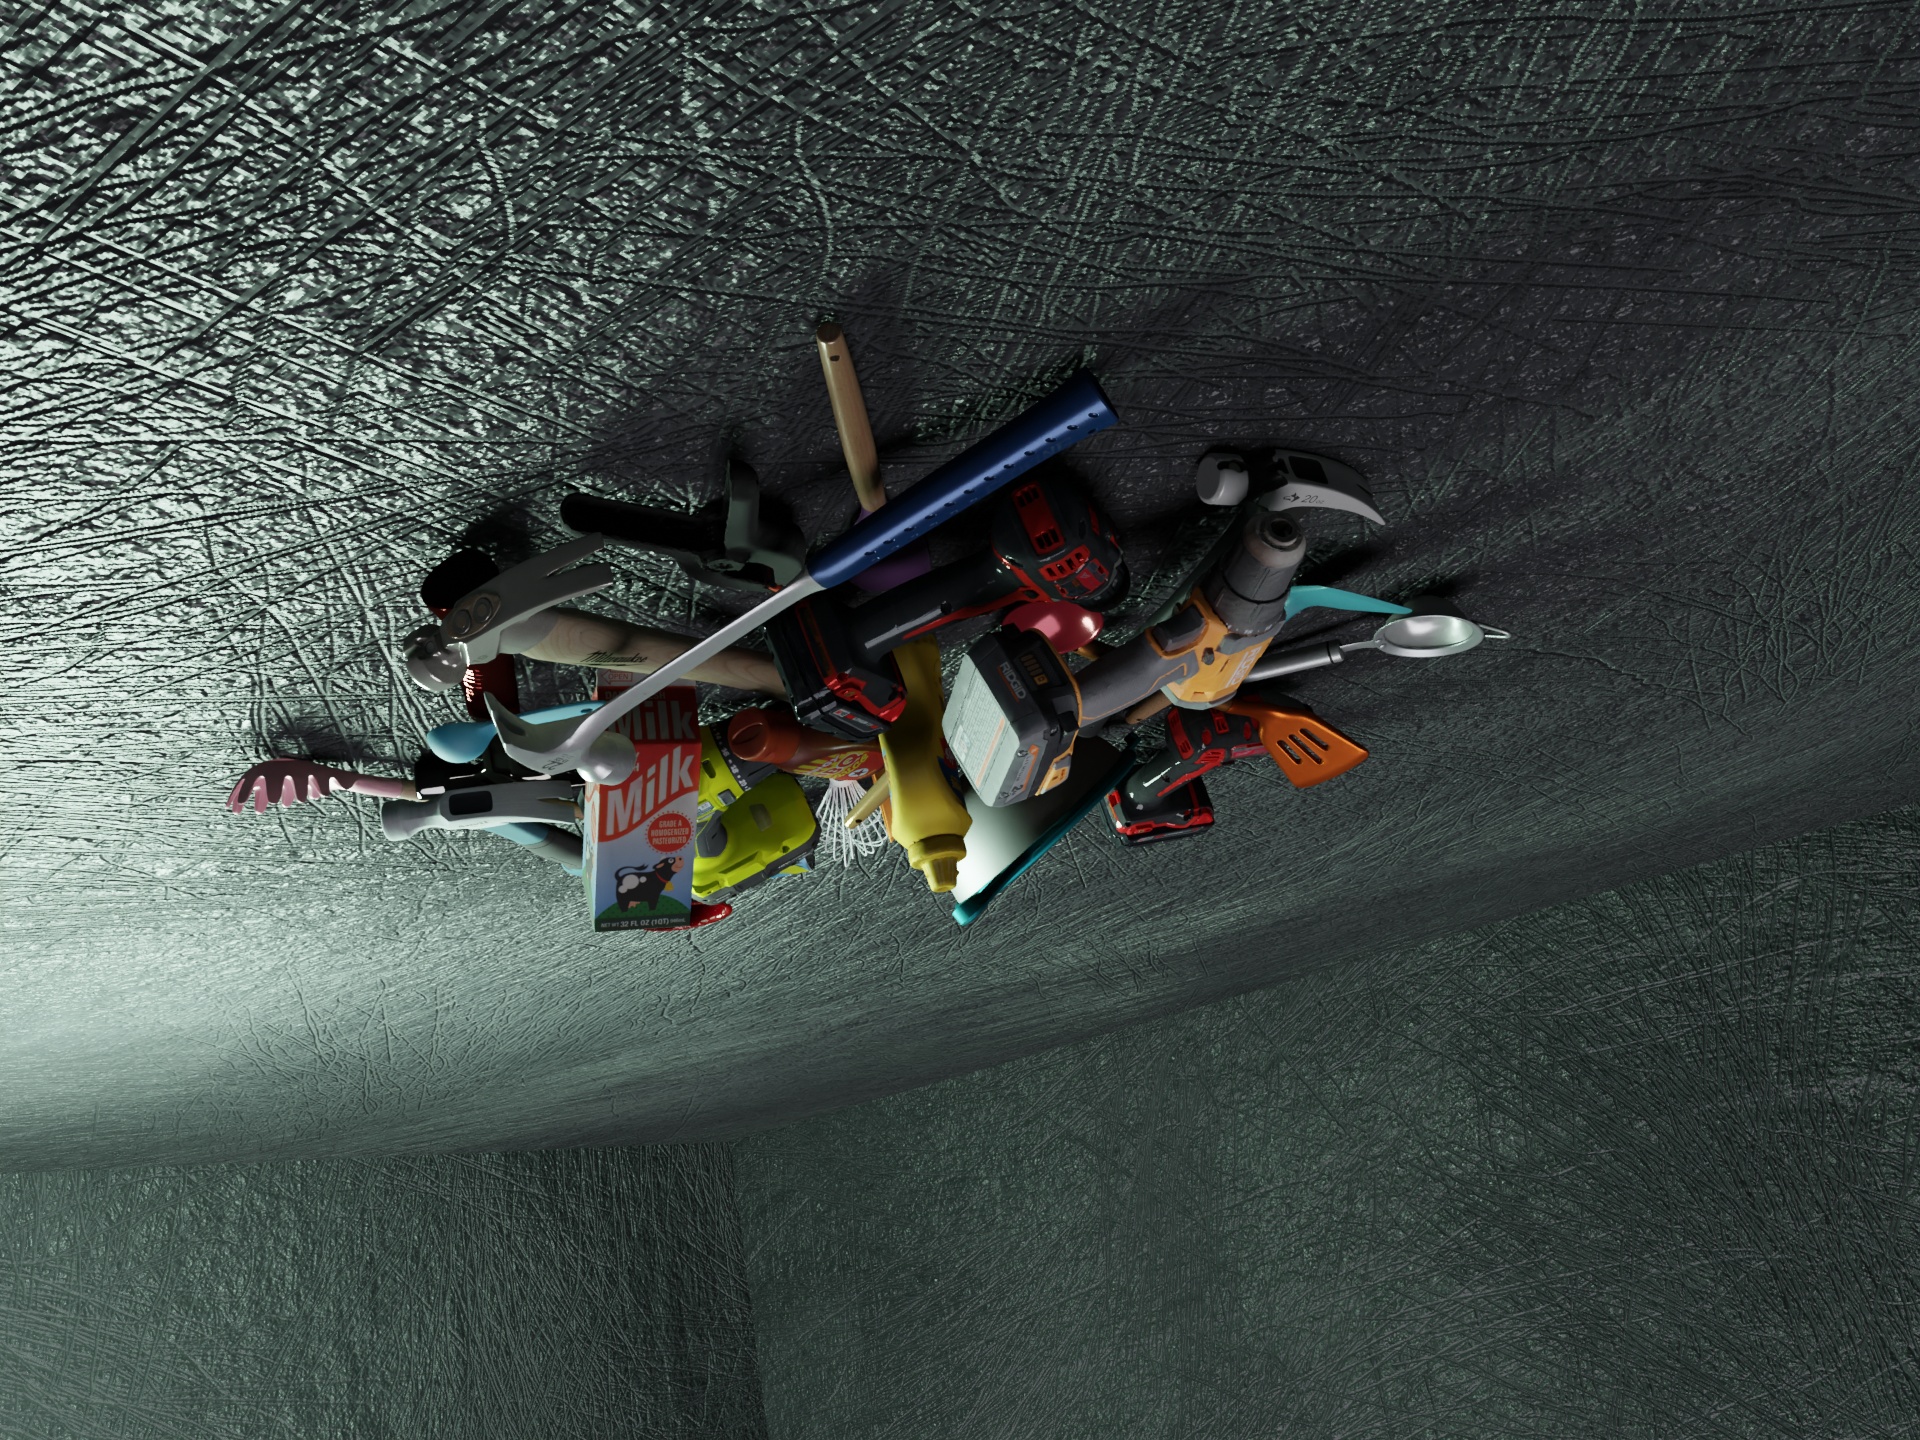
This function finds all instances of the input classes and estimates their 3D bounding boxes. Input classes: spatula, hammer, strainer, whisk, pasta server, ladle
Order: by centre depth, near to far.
[{"bbox_3d":[-0.093,-0.078,0.911,0.405,0.035,0.144,-31,162,14],"label":"hammer"},{"bbox_3d":[-0.056,-0.139,0.926,0.060,0.018,0.315,-10,161,0],"label":"spatula"},{"bbox_3d":[-0.159,-0.042,1.050,0.146,0.038,0.410,-25,163,25],"label":"hammer"},{"bbox_3d":[-0.312,-0.019,1.089,0.149,0.037,0.359,-6,160,-15],"label":"hammer"},{"bbox_3d":[0.162,-0.078,1.136,0.146,0.035,0.334,-1,151,-26],"label":"hammer"},{"bbox_3d":[-0.002,-0.004,1.220,0.069,0.031,0.315,22,132,-28],"label":"ladle"},{"bbox_3d":[-0.421,0.064,1.256,0.060,0.040,0.316,-13,164,37],"label":"pasta server"},{"bbox_3d":[0.225,-0.050,1.282,0.082,0.044,0.317,11,153,-26],"label":"spatula"},{"bbox_3d":[0.202,-0.013,1.296,0.322,0.041,0.081,19,144,-35],"label":"spatula"},{"bbox_3d":[0.316,-0.062,1.307,0.258,0.050,0.086,-14,155,24],"label":"strainer"},{"bbox_3d":[-0.353,0.095,1.317,0.128,0.033,0.331,-10,168,1],"label":"hammer"},{"bbox_3d":[0.029,0.082,1.327,0.211,0.095,0.340,-43,177,20],"label":"strainer"},{"bbox_3d":[-0.101,0.058,1.393,0.070,0.070,0.284,-9,156,-5],"label":"whisk"}]

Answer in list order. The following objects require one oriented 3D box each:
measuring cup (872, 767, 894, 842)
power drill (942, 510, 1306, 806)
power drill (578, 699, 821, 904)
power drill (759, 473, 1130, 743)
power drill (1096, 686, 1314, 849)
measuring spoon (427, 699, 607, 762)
[{"bbox_3d":[-0.049,0.052,1.386,0.052,0.095,0.173,-15,179,-3],"label":"measuring cup"},{"bbox_3d":[0.112,-0.044,1.013,0.226,0.084,0.185,-23,158,-21],"label":"power drill"},{"bbox_3d":[-0.189,0.065,1.305,0.190,0.080,0.228,-28,159,-4],"label":"power drill"},{"bbox_3d":[0.004,-0.070,1.039,0.226,0.080,0.187,-27,164,12],"label":"power drill"},{"bbox_3d":[0.224,0.038,1.473,0.143,0.079,0.219,-8,157,-26],"label":"power drill"},{"bbox_3d":[-0.301,0.009,1.084,0.128,0.021,0.042,-12,161,7],"label":"measuring spoon"}]
